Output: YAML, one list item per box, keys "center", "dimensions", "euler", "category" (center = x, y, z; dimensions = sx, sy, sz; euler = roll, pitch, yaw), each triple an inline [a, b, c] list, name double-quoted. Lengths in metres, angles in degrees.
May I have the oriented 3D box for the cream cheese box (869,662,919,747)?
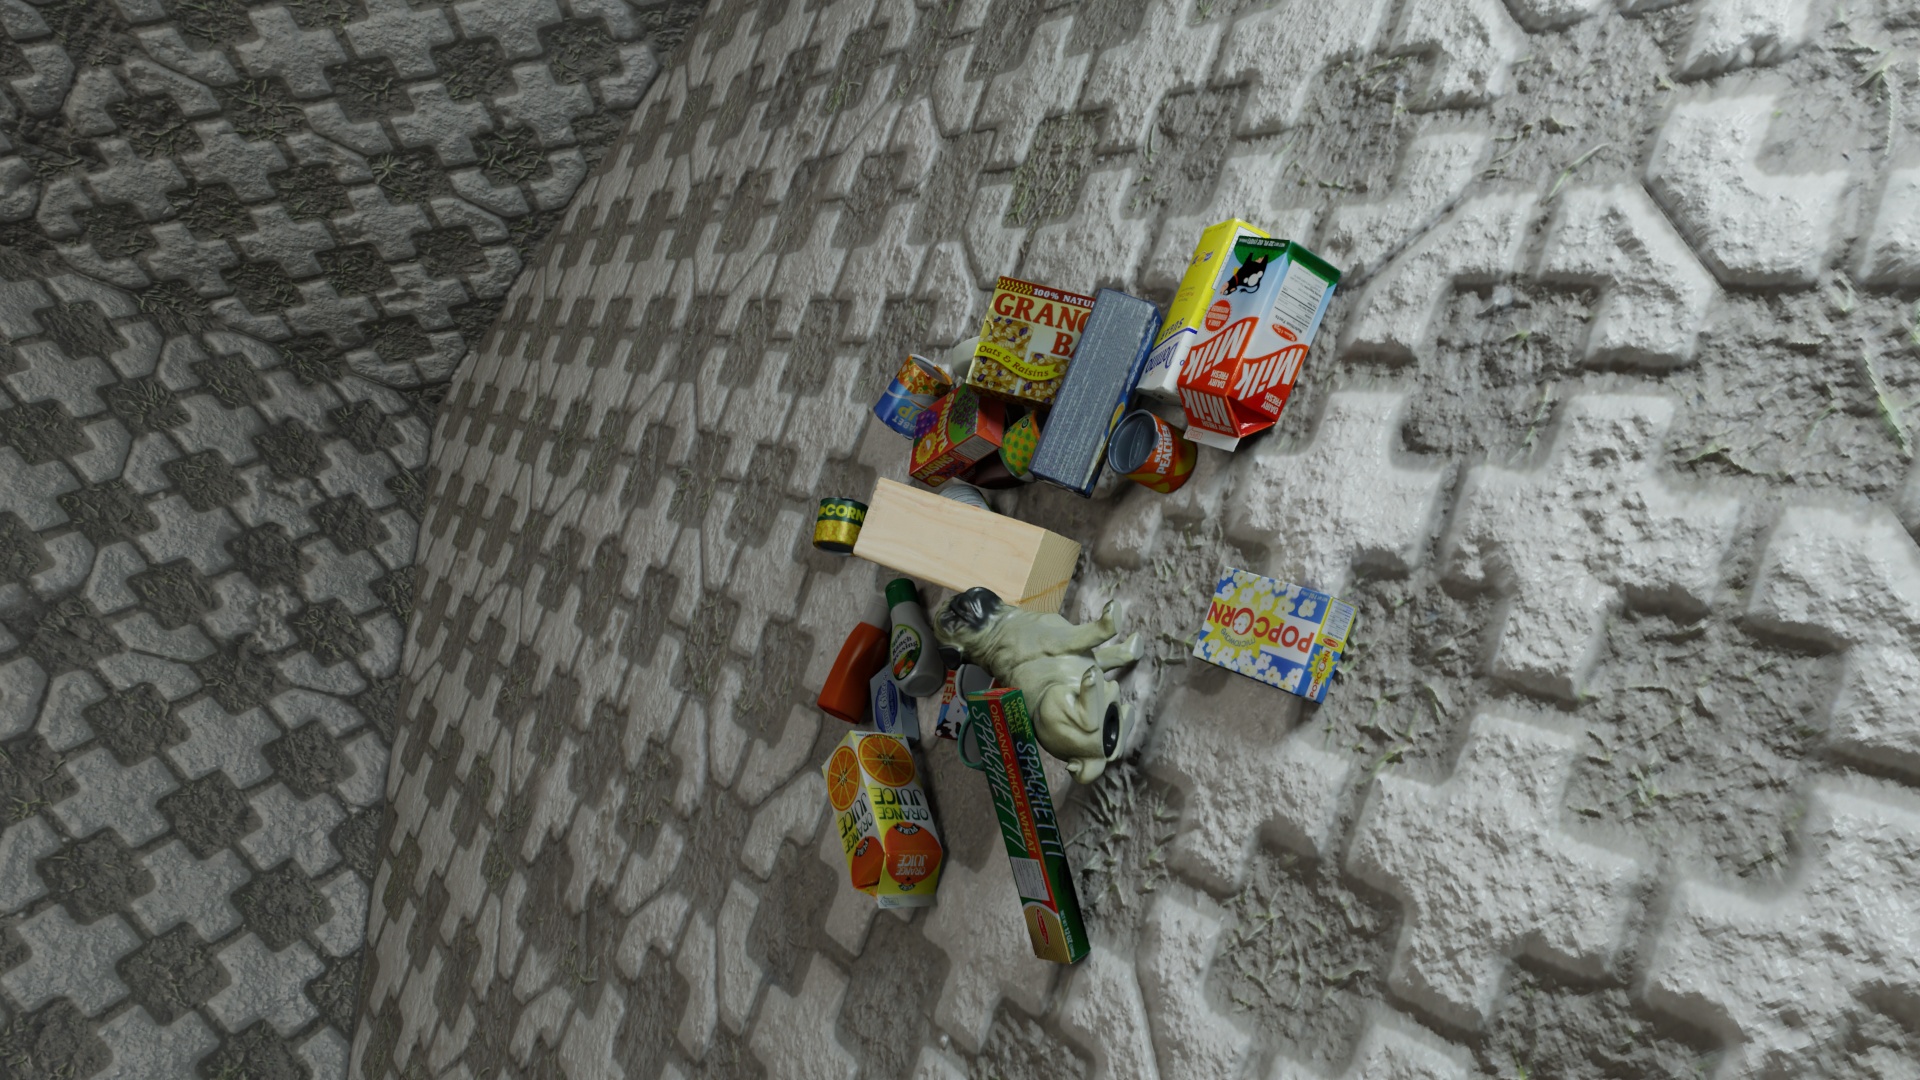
- center: [-0.075, 0.192, 1.573]
  dimensions: [0.053, 0.024, 0.104]
  euler: [-42, 41, 35]
  category: "cream cheese box"

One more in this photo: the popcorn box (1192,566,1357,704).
- center: [0.260, 0.077, 1.157]
  dimensions: [0.127, 0.038, 0.085]
  euler: [19, 88, 56]
  category: "popcorn box"

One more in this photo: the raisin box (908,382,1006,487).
- center: [-0.002, -0.121, 1.522]
  dimensions: [0.123, 0.040, 0.086]
  euler: [-29, 46, 46]
  category: "raisin box"

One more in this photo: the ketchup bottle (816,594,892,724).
- center: [-0.116, 0.137, 1.631]
  dimensions: [0.043, 0.064, 0.149]
  euler: [12, 71, 33]
  category: "ketchup bottle"

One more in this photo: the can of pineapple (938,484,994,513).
- center: [0.006, -0.019, 1.544]
  dimensions: [0.070, 0.071, 0.058]
  euler: [-55, 35, 19]
  category: "can of pineapple"

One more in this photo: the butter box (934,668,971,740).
- center: [0.007, 0.161, 1.476]
  dimensions: [0.053, 0.024, 0.103]
  euler: [-5, 68, 53]
  category: "butter box"

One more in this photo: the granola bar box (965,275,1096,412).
- center: [0.102, -0.196, 1.442]
  dimensions: [0.166, 0.039, 0.124]
  euler: [16, 82, 14]
  category: "granola bar box"

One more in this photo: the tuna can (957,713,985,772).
- center: [0.028, 0.204, 1.414]
  dimensions: [0.071, 0.033, 0.071]
  euler: [-31, 48, 42]
  category: "tuna can"

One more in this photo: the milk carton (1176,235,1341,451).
- center: [0.263, -0.174, 1.264]
  dimensions: [0.072, 0.073, 0.190]
  euler: [25, 93, 56]
  category: "milk carton"

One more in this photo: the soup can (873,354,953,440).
- center: [-0.057, -0.177, 1.720]
  dimensions: [0.083, 0.071, 0.071]
  euler: [-54, 36, 20]
  category: "soup can"

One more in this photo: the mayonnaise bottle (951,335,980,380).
- center: [0.059, -0.222, 1.589]
  dimensions: [0.147, 0.065, 0.041]
  euler: [-20, 56, 44]
  category: "mayonnaise bottle"

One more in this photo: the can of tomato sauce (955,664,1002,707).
- center: [0.048, 0.142, 1.376]
  dimensions: [0.071, 0.083, 0.071]
  euler: [-31, 49, 43]
  category: "can of tomato sauce"

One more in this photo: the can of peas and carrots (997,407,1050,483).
- center: [0.082, -0.105, 1.481]
  dimensions: [0.058, 0.071, 0.071]
  euler: [-33, 47, 40]
  category: "can of peas and carrots"

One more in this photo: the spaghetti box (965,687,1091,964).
- center: [0.060, 0.251, 1.233]
  dimensions: [0.050, 0.029, 0.249]
  euler: [-10, 96, 52]
  category: "spaghetti box"

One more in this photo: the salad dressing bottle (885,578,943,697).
- center: [-0.056, 0.108, 1.576]
  dimensions: [0.064, 0.044, 0.148]
  euler: [-45, 40, 28]
  category: "salad dressing bottle"

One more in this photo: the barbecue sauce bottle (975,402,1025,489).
- center: [0.046, -0.134, 1.549]
  dimensions: [0.064, 0.044, 0.149]
  euler: [-12, 72, 47]
  category: "barbecue sauce bottle"

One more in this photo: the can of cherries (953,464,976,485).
- center: [0.006, -0.101, 1.595]
  dimensions: [0.071, 0.058, 0.072]
  euler: [-31, 48, 41]
  category: "can of cherries"

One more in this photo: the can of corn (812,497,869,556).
- center: [-0.150, -0.017, 1.755]
  dimensions: [0.071, 0.071, 0.058]
  euler: [-12, 63, 51]
  category: "can of corn"

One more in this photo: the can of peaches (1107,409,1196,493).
- center: [0.186, -0.085, 1.335]
  dimensions: [0.071, 0.058, 0.071]
  euler: [-31, 48, 42]
  category: "can of peaches"

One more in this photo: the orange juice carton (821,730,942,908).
- center: [-0.079, 0.299, 1.459]
  dimensions: [0.072, 0.072, 0.193]
  euler: [-53, 42, 34]
  category: "orange juice carton"
